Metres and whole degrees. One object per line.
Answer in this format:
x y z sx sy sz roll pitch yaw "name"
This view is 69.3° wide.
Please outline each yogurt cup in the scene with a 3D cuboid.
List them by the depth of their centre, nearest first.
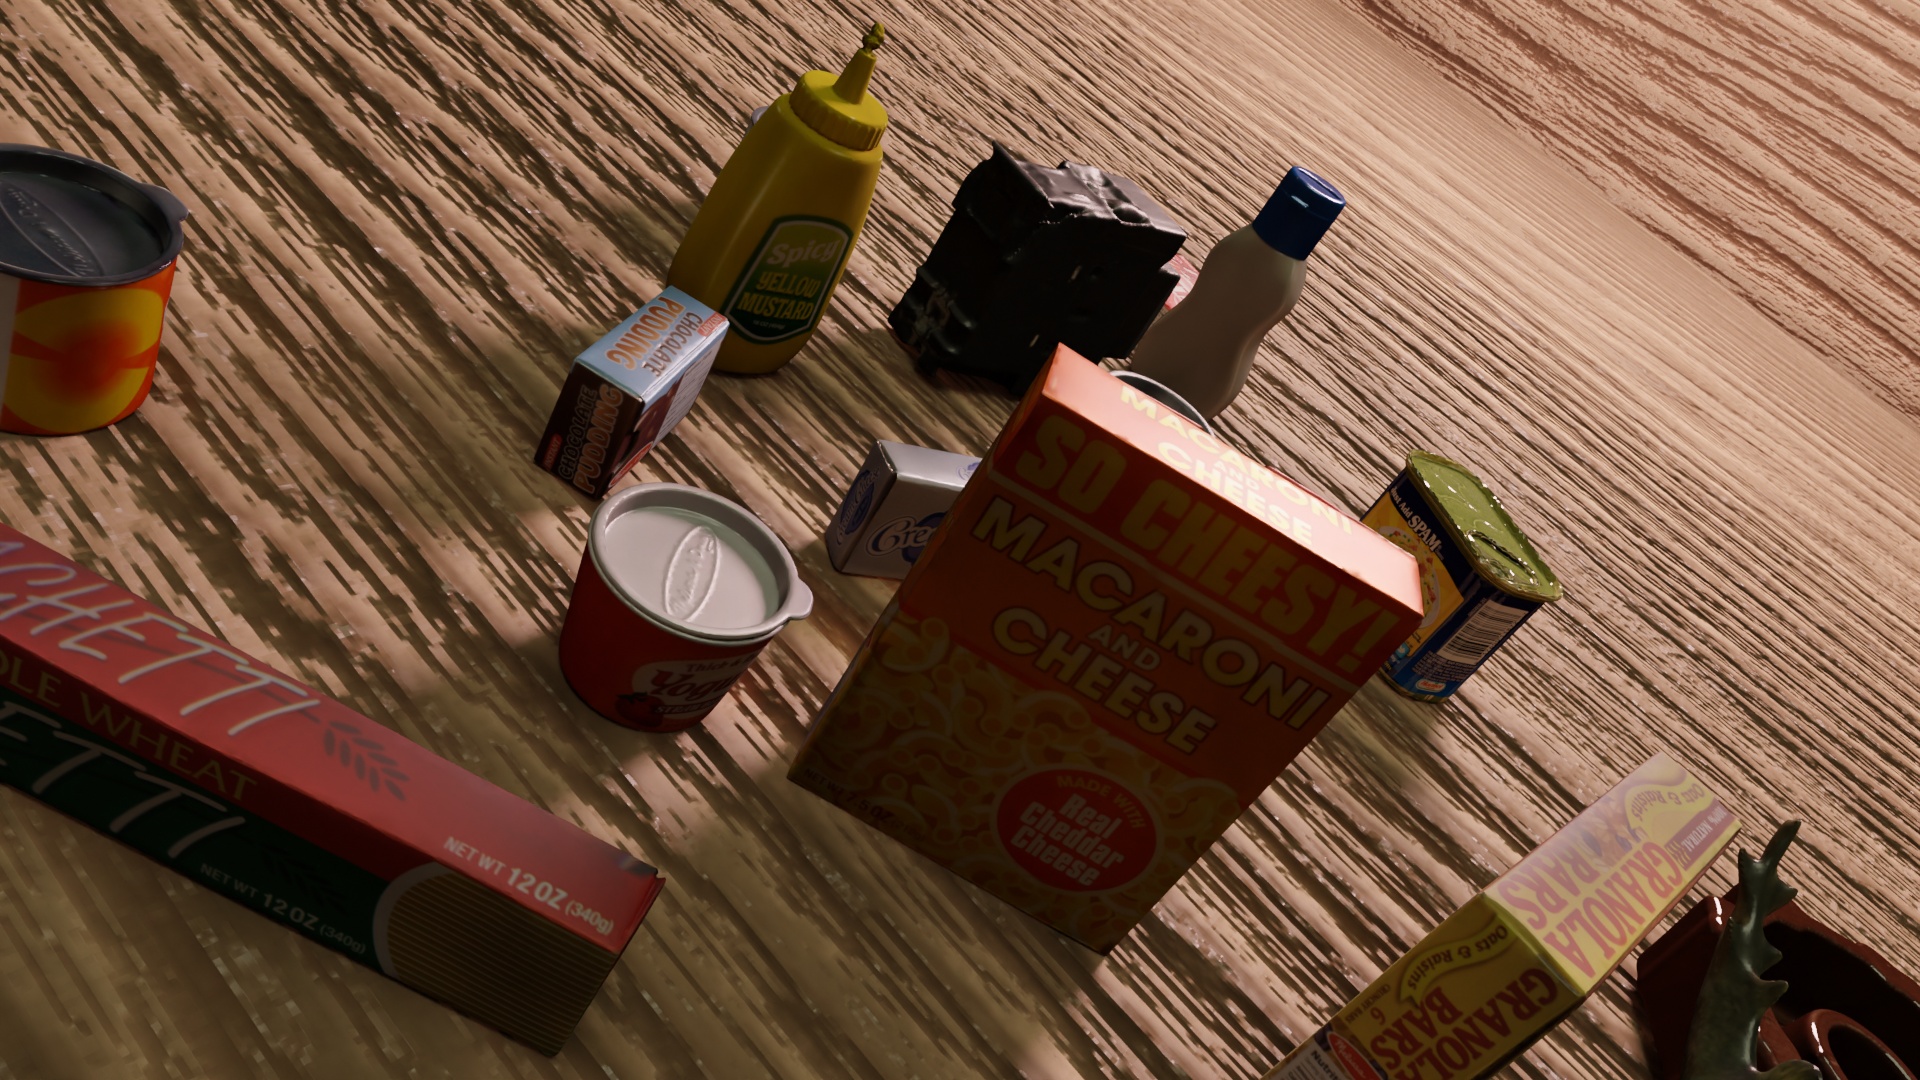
-0.092 0.023 0.439 0.072 0.053 0.073 23 34 -16 "yogurt cup"

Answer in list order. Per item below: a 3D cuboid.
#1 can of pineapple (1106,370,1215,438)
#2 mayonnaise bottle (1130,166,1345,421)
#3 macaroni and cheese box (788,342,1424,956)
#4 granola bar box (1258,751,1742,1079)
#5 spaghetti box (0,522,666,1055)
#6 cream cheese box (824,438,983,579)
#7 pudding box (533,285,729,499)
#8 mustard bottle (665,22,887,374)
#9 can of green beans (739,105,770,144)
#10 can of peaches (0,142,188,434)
0.079 -0.039 0.667 0.071 0.057 0.071 23 34 -16 "can of pineapple"
0.159 -0.139 0.785 0.065 0.147 0.041 42 33 13 "mayonnaise bottle"
0.038 0.040 0.425 0.124 0.165 0.040 30 32 -5 "macaroni and cheese box"
0.175 0.138 0.453 0.166 0.123 0.039 -10 52 -48 "granola bar box"
-0.192 0.044 0.327 0.250 0.050 0.029 30 32 -6 "spaghetti box"
0.002 -0.007 0.561 0.104 0.053 0.024 8 40 -34 "cream cheese box"
-0.122 -0.058 0.524 0.030 0.049 0.084 31 32 -3 "pudding box"
-0.070 -0.142 0.578 0.065 0.159 0.049 0 45 -41 "mustard bottle"
-0.086 -0.177 0.706 0.071 0.057 0.071 23 34 -16 "can of green beans"
-0.269 -0.074 0.409 0.071 0.057 0.071 23 34 -16 "can of peaches"
